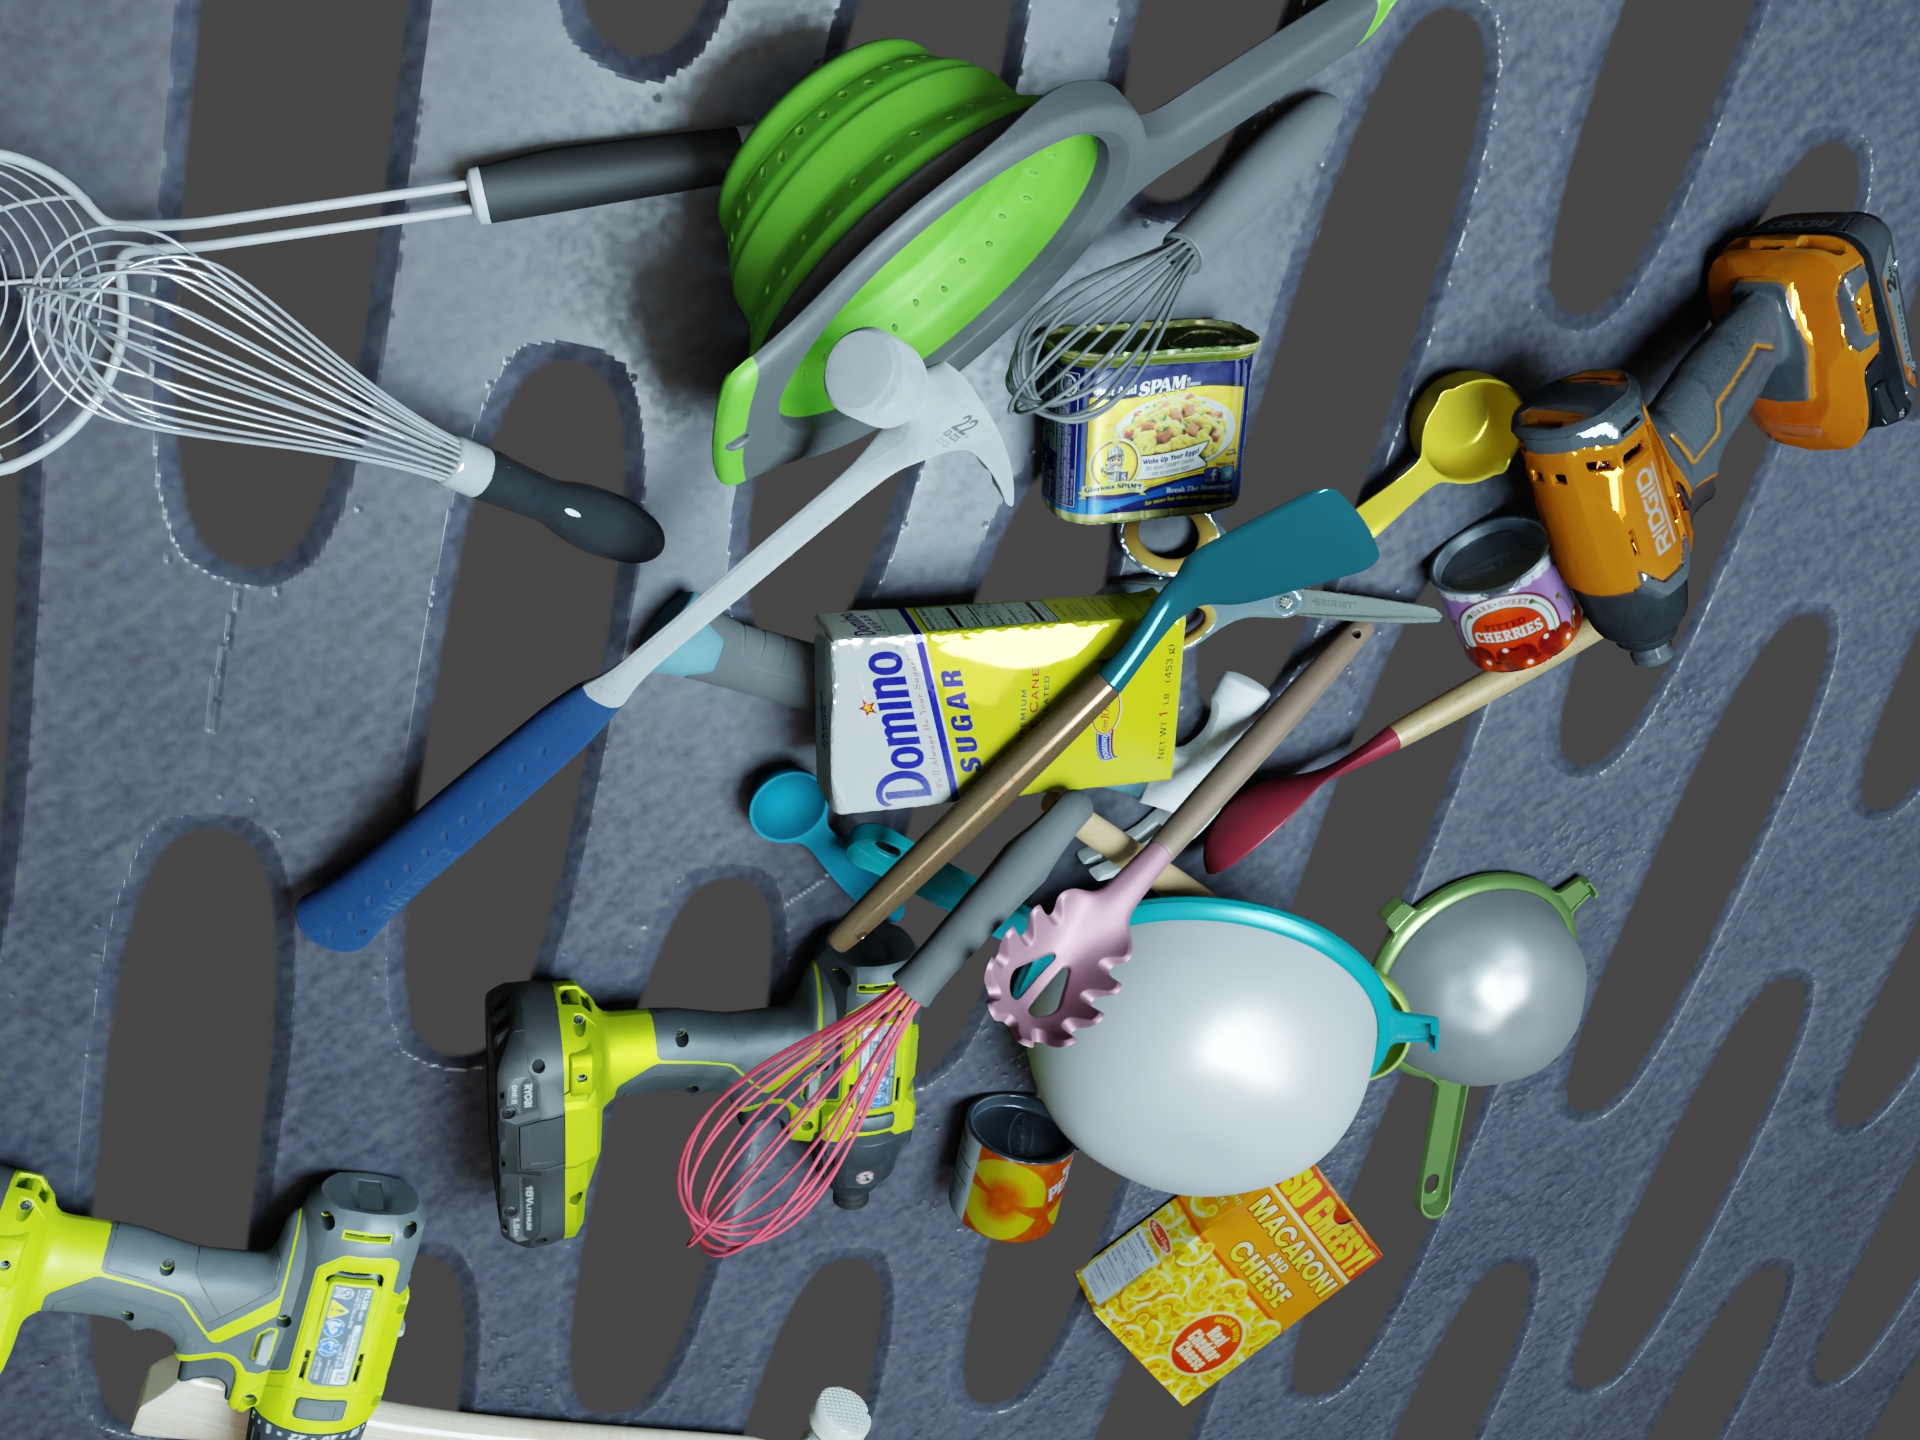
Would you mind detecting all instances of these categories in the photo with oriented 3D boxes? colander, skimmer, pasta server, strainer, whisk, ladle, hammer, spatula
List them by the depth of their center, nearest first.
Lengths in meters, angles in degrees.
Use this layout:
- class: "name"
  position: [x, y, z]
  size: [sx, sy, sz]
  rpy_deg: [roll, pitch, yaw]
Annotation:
- class: "skimmer"
  position: [-0.247, -0.181, 0.625]
  size: [0.363, 0.090, 0.127]
  rpy_deg: [-14, 141, -13]
- class: "whisk"
  position: [-0.226, -0.113, 0.638]
  size: [0.284, 0.070, 0.070]
  rpy_deg: [20, 107, -50]
- class: "colander"
  position: [0.031, -0.254, 0.679]
  size: [0.397, 0.204, 0.094]
  rpy_deg: [-37, 85, -17]
- class: "hammer"
  position: [-0.146, -0.017, 0.704]
  size: [0.405, 0.035, 0.144]
  rpy_deg: [-37, 161, 19]
- class: "whisk"
  position: [0.100, -0.212, 0.710]
  size: [0.239, 0.055, 0.055]
  rpy_deg: [-47, 121, -21]
- class: "spatula"
  position: [0.056, 0.006, 0.743]
  size: [0.317, 0.044, 0.082]
  rpy_deg: [-44, 147, 9]
- class: "whisk"
  position: [-0.038, 0.146, 0.777]
  size: [0.073, 0.073, 0.296]
  rpy_deg: [40, 93, -28]
- class: "pasta server"
  position: [0.121, 0.046, 0.809]
  size: [0.060, 0.040, 0.316]
  rpy_deg: [44, 67, 5]
- class: "hammer"
  position: [-0.001, -0.003, 0.817]
  size: [0.330, 0.033, 0.128]
  rpy_deg: [16, 107, -23]
- class: "strainer"
  position: [0.077, 0.165, 0.840]
  size: [0.340, 0.095, 0.211]
  rpy_deg: [31, 131, -21]
- class: "ladle"
  position: [0.150, 0.122, 0.880]
  size: [0.078, 0.062, 0.319]
  rpy_deg: [-30, 134, 29]
- class: "ladle"
  position: [0.267, -0.001, 0.899]
  size: [0.315, 0.069, 0.031]
  rpy_deg: [-28, 91, -10]
- class: "hammer"
  position: [-0.263, 0.431, 0.928]
  size: [0.410, 0.038, 0.146]
  rpy_deg: [19, 108, -24]
- class: "strainer"
  position: [0.328, 0.222, 1.002]
  size: [0.151, 0.069, 0.256]
  rpy_deg: [-4, 113, -16]

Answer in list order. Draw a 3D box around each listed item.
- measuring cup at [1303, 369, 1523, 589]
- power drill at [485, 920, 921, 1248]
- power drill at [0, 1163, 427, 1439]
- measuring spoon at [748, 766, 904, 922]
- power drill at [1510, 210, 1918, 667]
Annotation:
- class: "measuring cup"
  position: [0.227, -0.124, 0.845]
  size: [0.156, 0.029, 0.062]
  rpy_deg: [-41, 119, 16]
- class: "power drill"
  position: [-0.133, 0.200, 0.844]
  size: [0.223, 0.080, 0.171]
  rpy_deg: [-3, 114, -20]
- class: "power drill"
  position: [-0.400, 0.315, 0.791]
  size: [0.228, 0.080, 0.190]
  rpy_deg: [16, 93, -24]
- class: "measuring spoon"
  position: [-0.069, 0.066, 0.840]
  size: [0.042, 0.021, 0.128]
  rpy_deg: [-39, 128, 1]
- class: "power drill"
  position: [0.391, -0.142, 0.823]
  size: [0.226, 0.084, 0.164]
  rpy_deg: [-38, 119, -16]
